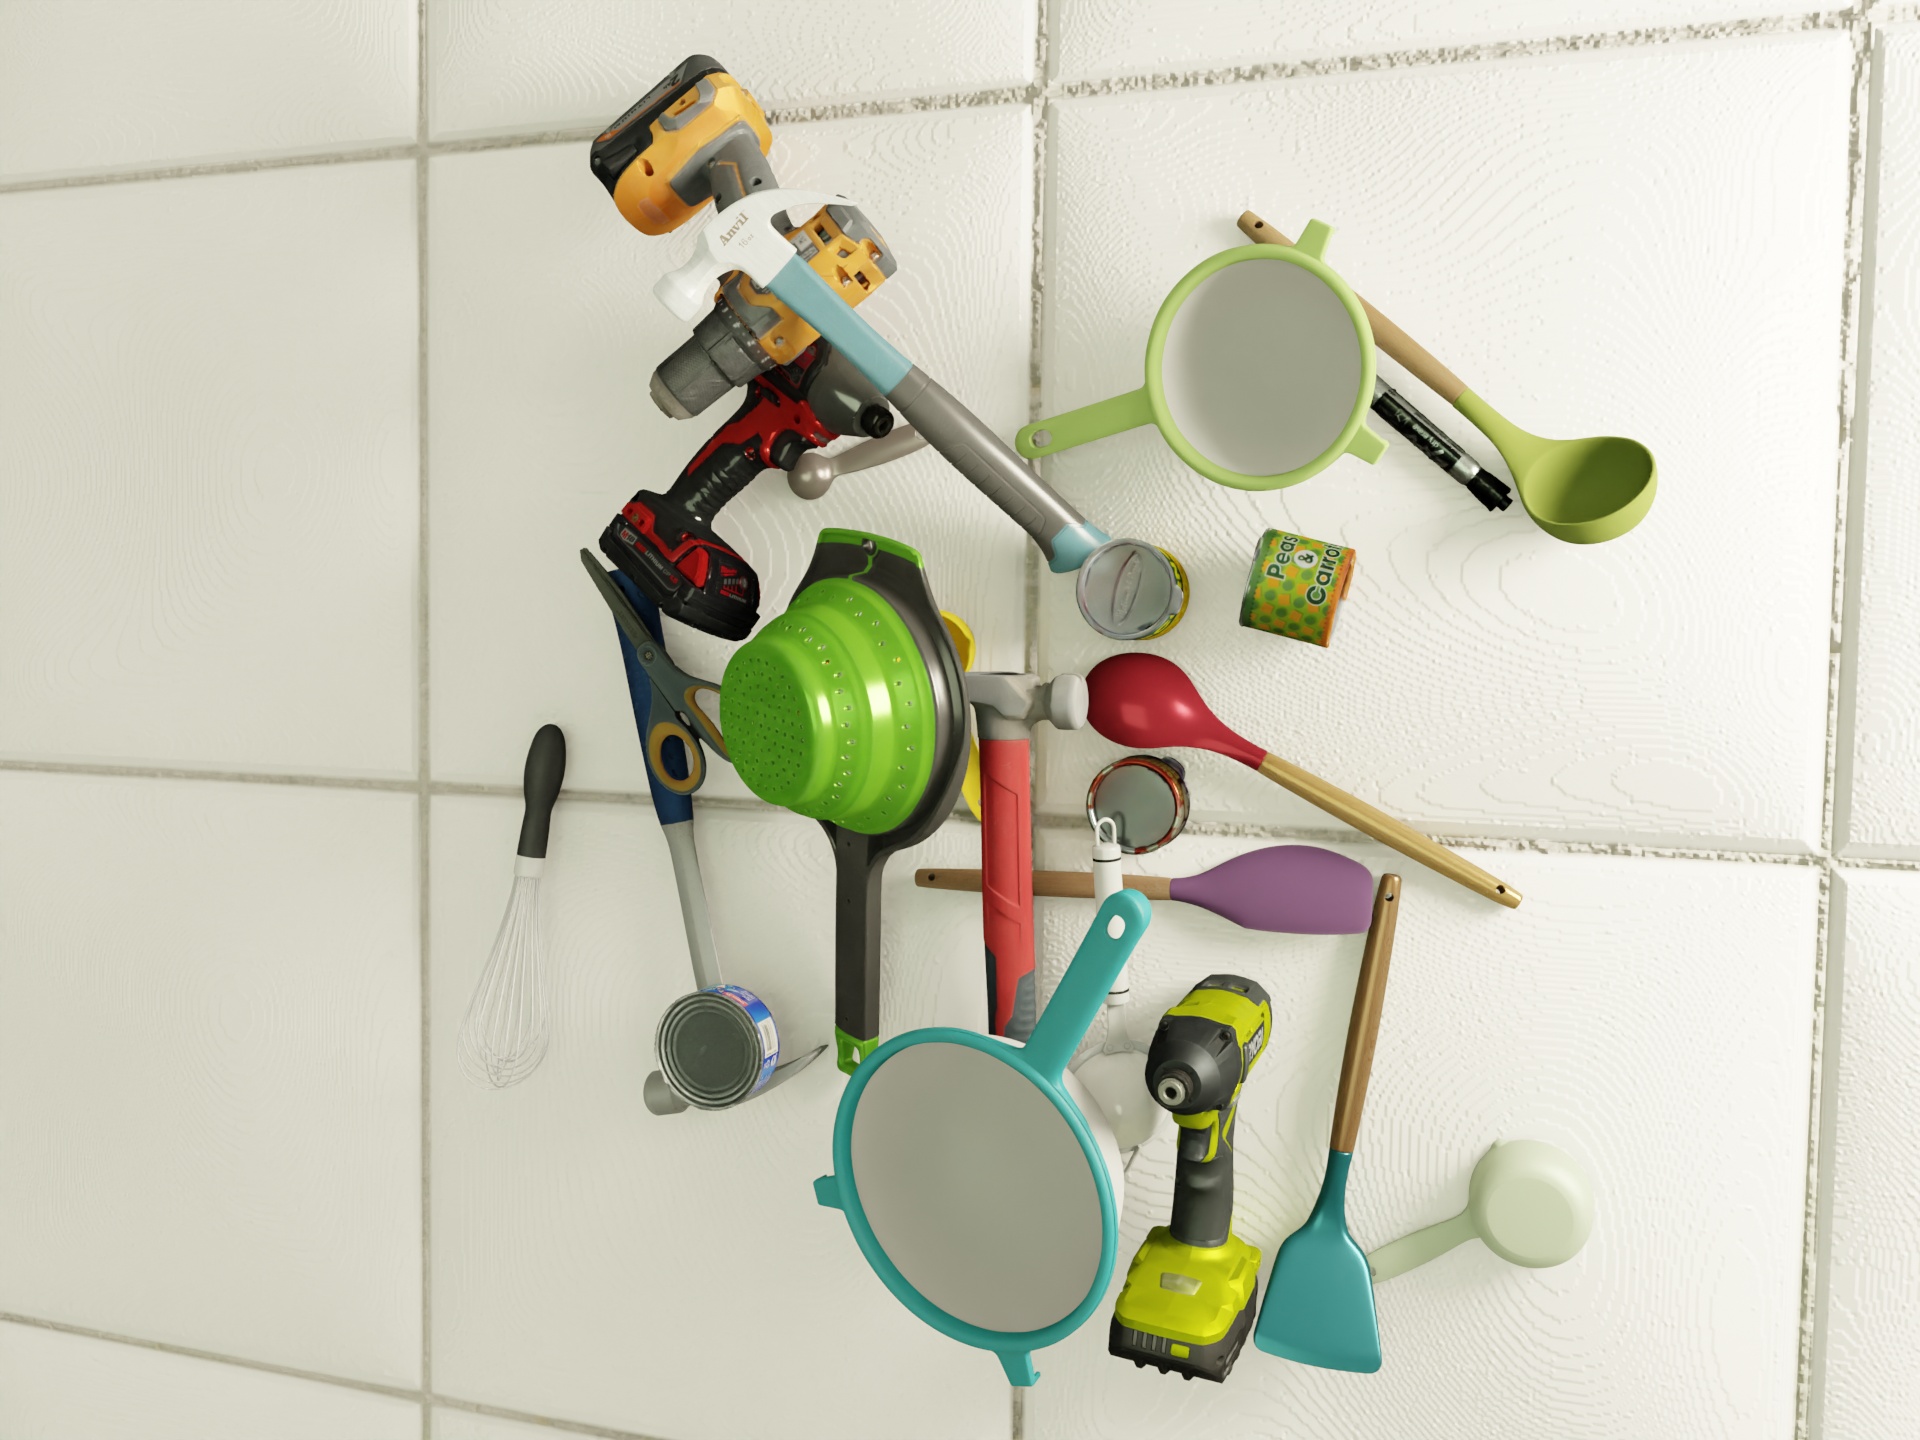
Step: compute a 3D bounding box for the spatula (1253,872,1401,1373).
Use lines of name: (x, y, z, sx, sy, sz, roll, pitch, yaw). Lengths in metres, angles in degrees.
spatula: (0.255, 0.257, 1.032, 0.082, 0.044, 0.317, 9, 93, 7)

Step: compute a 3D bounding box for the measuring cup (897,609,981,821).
measuring cup: (-0.002, -0.004, 1.121, 0.062, 0.029, 0.156, -15, 100, 18)

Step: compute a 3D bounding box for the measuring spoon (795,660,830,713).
measuring spoon: (-0.124, -0.010, 1.164, 0.117, 0.011, 0.021, -45, 81, 18)

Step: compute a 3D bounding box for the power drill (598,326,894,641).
power drill: (-0.142, -0.173, 1.111, 0.143, 0.078, 0.219, 41, 100, 31)

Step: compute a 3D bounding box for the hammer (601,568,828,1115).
hammer: (-0.202, 0.085, 1.179, 0.144, 0.035, 0.405, -12, 89, 19)

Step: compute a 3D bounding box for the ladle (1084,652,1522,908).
ladle: (0.220, 0.041, 1.042, 0.315, 0.031, 0.069, 29, 77, 12)

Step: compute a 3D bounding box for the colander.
colander: (-0.096, 0.073, 1.076, 0.205, 0.094, 0.397, 19, 113, 45)

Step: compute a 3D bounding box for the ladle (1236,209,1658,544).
ladle: (0.295, -0.225, 0.993, 0.078, 0.062, 0.320, -43, 76, -8)

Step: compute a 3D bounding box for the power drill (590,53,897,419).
power drill: (-0.170, -0.325, 1.087, 0.185, 0.084, 0.226, -39, 64, 7)

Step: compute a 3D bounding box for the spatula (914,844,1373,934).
spatula: (0.119, 0.111, 1.084, 0.316, 0.018, 0.060, 0, 73, 19)

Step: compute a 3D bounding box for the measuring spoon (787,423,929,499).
measuring spoon: (-0.071, -0.189, 1.131, 0.124, 0.018, 0.034, -17, 87, 21)

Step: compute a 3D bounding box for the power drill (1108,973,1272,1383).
power drill: (0.147, 0.288, 1.007, 0.080, 0.171, 0.223, 6, 98, 21)

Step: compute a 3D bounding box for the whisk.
whisk: (-0.336, 0.143, 1.217, 0.070, 0.070, 0.284, 9, 91, 17)

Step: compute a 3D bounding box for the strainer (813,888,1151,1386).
strainer: (0.052, 0.236, 1.006, 0.211, 0.095, 0.340, 36, 115, 23)

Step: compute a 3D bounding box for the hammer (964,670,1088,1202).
hammer: (0.019, 0.159, 1.094, 0.143, 0.038, 0.386, 1, 98, 21)

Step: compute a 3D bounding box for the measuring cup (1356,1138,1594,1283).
measuring cup: (0.323, 0.330, 1.018, 0.167, 0.038, 0.083, -32, 83, 17)

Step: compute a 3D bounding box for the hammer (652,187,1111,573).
hammer: (-0.031, -0.210, 1.031, 0.330, 0.033, 0.128, 41, 100, -18)

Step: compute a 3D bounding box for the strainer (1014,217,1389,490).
strainer: (0.156, -0.216, 1.042, 0.256, 0.069, 0.151, -12, 98, 35)

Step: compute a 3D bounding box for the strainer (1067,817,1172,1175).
strainer: (0.103, 0.192, 1.065, 0.087, 0.050, 0.258, -5, 97, -9)
